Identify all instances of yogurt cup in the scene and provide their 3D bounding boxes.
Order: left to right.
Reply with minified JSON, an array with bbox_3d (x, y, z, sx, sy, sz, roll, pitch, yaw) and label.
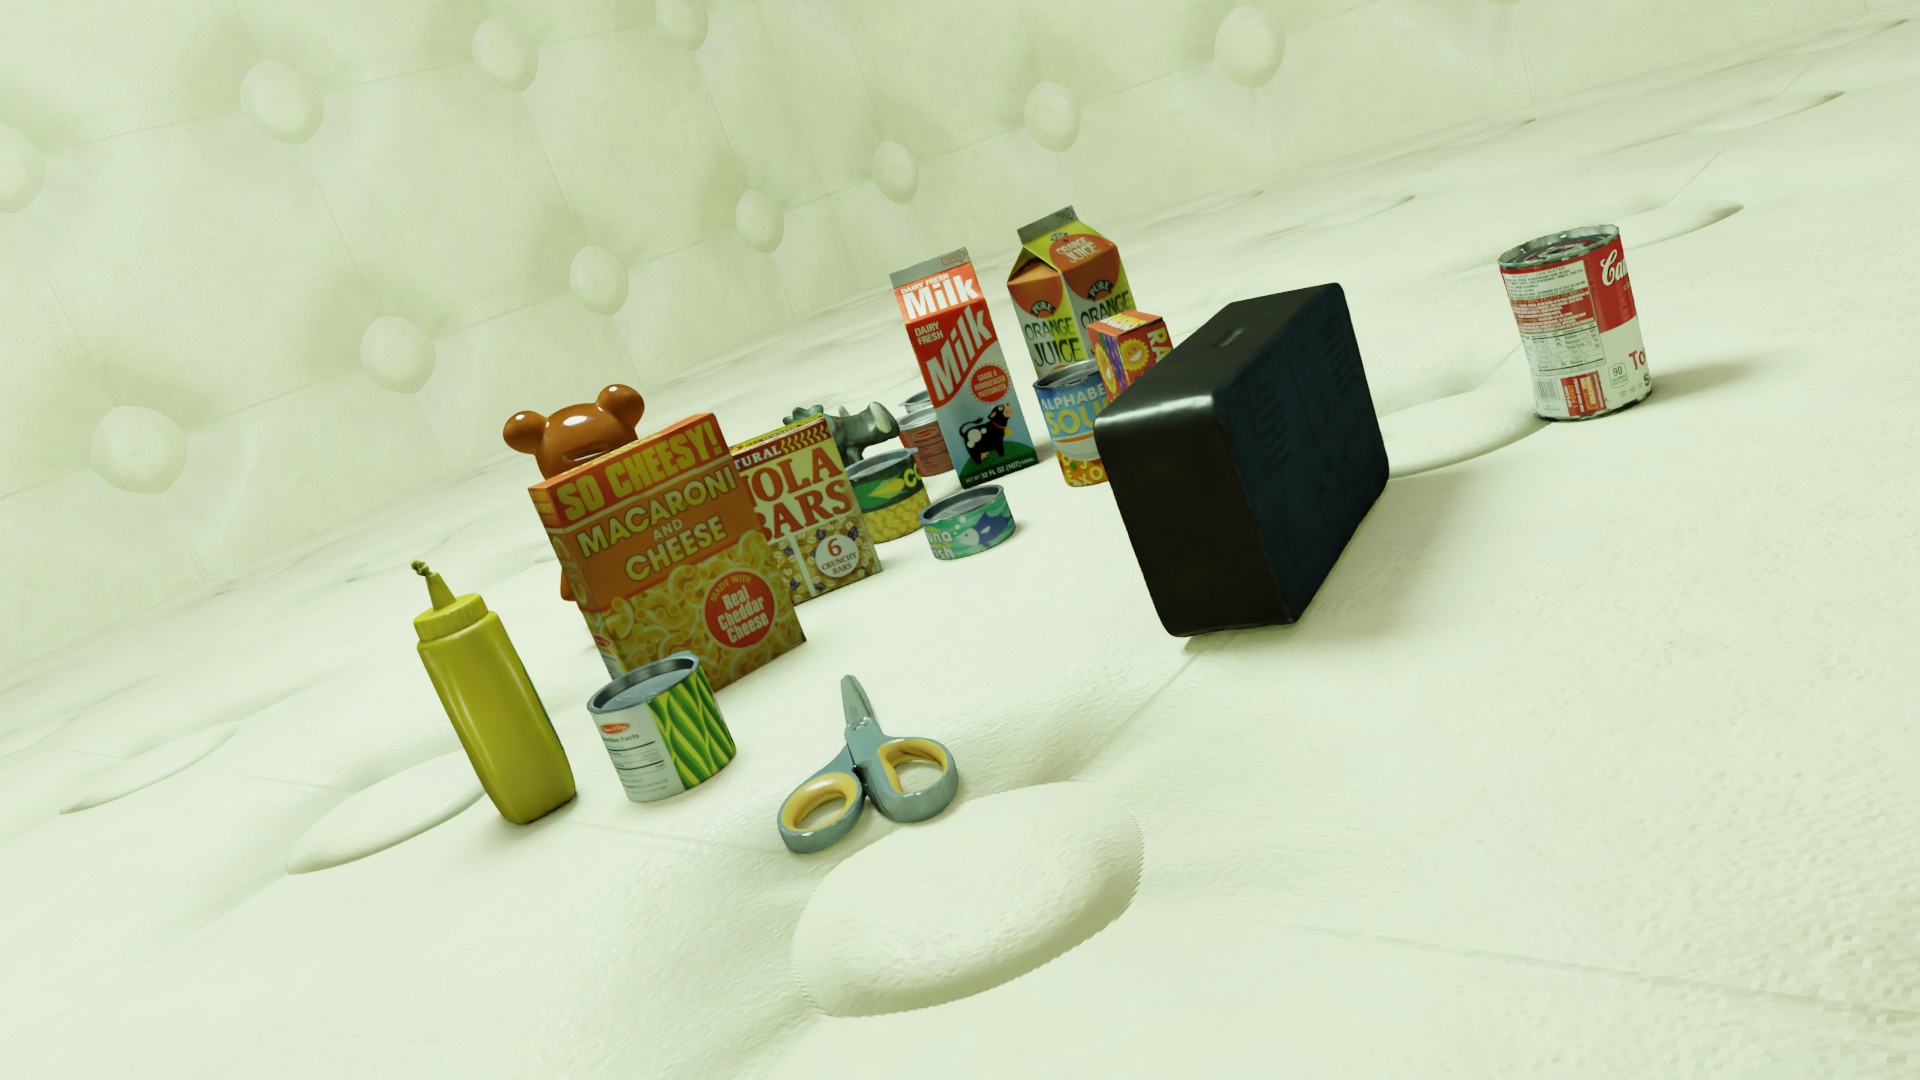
[{"bbox_3d":[-0.022,-0.094,1.288,0.072,0.053,0.072,-18,15,5],"label":"yogurt cup"}]

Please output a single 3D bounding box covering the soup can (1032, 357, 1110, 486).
[{"bbox_3d":[0.099,-0.091,1.070,0.071,0.083,0.071,-19,15,5],"label":"soup can"}]

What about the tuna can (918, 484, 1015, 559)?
[{"bbox_3d":[0.004,-0.013,1.016,0.071,0.032,0.071,-18,15,5],"label":"tuna can"}]

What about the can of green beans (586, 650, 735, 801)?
[{"bbox_3d":[-0.166,0.104,0.776,0.071,0.057,0.071,-18,15,5],"label":"can of green beans"}]

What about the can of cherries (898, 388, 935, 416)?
[{"bbox_3d":[-0.018,-0.118,1.358,0.071,0.058,0.072,-18,15,5],"label":"can of cherries"}]

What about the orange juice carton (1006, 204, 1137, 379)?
[{"bbox_3d":[0.101,-0.182,1.175,0.072,0.192,0.073,-30,18,-34],"label":"orange juice carton"}]

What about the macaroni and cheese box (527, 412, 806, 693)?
[{"bbox_3d":[-0.186,0.017,0.895,0.124,0.166,0.040,-29,17,-31],"label":"macaroni and cheese box"}]

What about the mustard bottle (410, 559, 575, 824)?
[{"bbox_3d":[-0.271,0.082,0.789,0.049,0.159,0.065,-27,17,-26],"label":"mustard bottle"}]

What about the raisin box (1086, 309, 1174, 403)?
[{"bbox_3d":[0.132,-0.096,0.969,0.040,0.123,0.086,-21,15,-2],"label":"raisin box"}]

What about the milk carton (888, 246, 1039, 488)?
[{"bbox_3d":[0.002,-0.149,1.189,0.072,0.190,0.073,-20,15,2],"label":"milk carton"}]

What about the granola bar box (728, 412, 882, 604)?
[{"bbox_3d":[-0.155,-0.007,1.021,0.166,0.124,0.039,-22,15,-7],"label":"granola bar box"}]

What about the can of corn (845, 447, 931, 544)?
[{"bbox_3d":[-0.058,-0.037,1.127,0.071,0.058,0.071,-18,15,5],"label":"can of corn"}]
